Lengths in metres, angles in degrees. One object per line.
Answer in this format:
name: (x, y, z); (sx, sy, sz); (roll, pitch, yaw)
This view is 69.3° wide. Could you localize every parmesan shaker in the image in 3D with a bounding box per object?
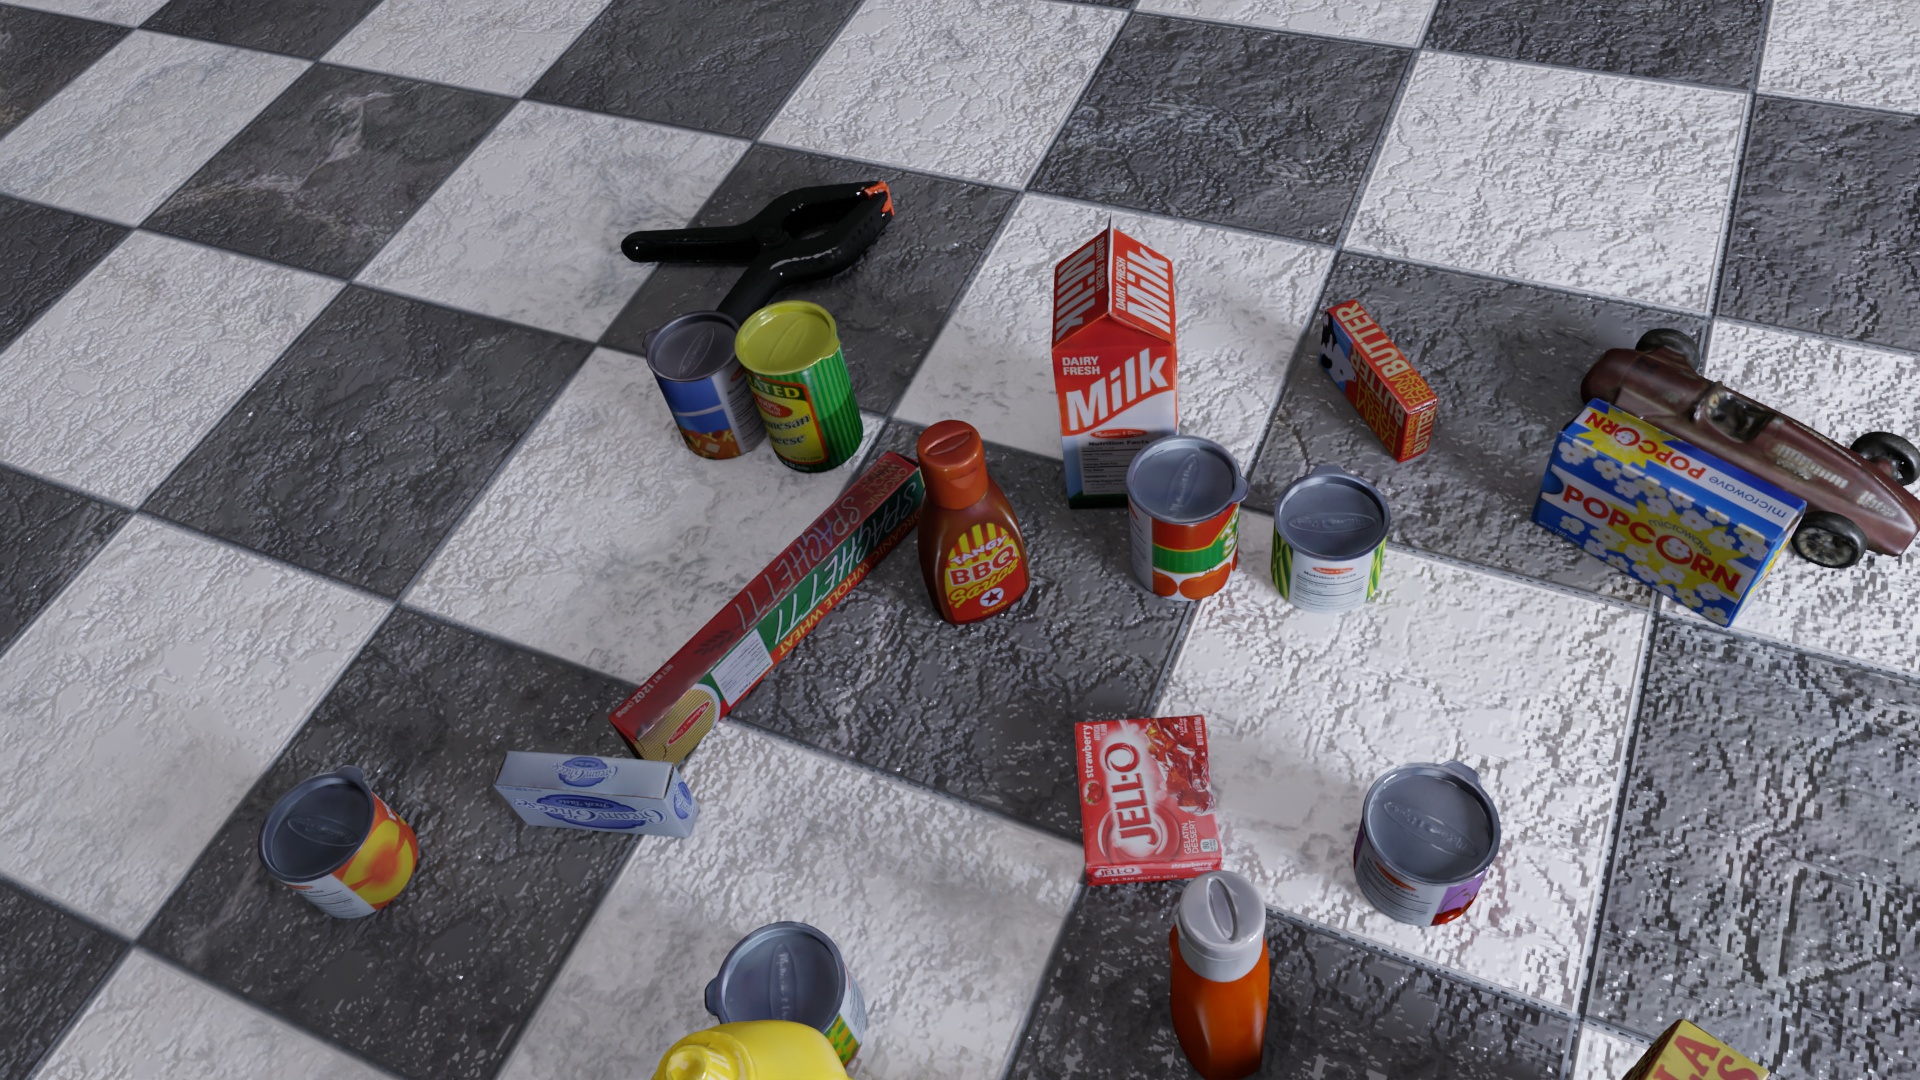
parmesan shaker: (-0.103, -0.100, 0.930); (0.071, 0.102, 0.071); (-5, 53, 6)

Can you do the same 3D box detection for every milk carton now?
milk carton: (0.095, -0.105, 0.846); (0.073, 0.189, 0.073); (-2, 53, 8)

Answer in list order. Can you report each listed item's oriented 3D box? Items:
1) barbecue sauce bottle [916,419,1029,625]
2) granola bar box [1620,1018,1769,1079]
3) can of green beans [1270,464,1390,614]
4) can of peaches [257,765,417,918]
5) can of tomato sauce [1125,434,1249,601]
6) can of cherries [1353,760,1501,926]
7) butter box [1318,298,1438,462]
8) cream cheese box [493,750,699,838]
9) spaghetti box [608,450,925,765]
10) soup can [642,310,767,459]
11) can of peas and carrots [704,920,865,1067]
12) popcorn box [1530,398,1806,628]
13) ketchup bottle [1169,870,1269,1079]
barbecue sauce bottle: (0.003, -0.010, 0.817); (0.065, 0.147, 0.044); (-25, 54, -9)
granola bar box: (0.255, 0.287, 0.567); (0.039, 0.123, 0.166); (33, 65, 29)
can of green beans: (0.220, 0.002, 0.829); (0.071, 0.057, 0.071); (-5, 53, 6)
can of peaches: (-0.353, 0.173, 0.795); (0.071, 0.057, 0.071); (-5, 53, 6)
can of tomato sauce: (0.137, -0.012, 0.837); (0.071, 0.082, 0.071); (-5, 53, 6)
can of cherries: (0.239, 0.154, 0.711); (0.071, 0.058, 0.072); (-5, 53, 6)
butter box: (0.271, -0.104, 0.903); (0.024, 0.053, 0.104); (-21, 53, -6)
cream cheese box: (-0.207, 0.145, 0.794); (0.104, 0.053, 0.024); (2, 54, 11)
spaghetti box: (-0.110, 0.041, 0.859); (0.029, 0.050, 0.251); (31, 64, 28)
soup can: (-0.174, -0.107, 0.959); (0.071, 0.083, 0.072); (-5, 53, 6)
can of peas and carrots: (-0.087, 0.236, 0.703); (0.071, 0.058, 0.071); (-5, 53, 6)
popcorn box: (0.401, -0.016, 0.795); (0.127, 0.084, 0.038); (36, 66, 30)
ketchup bottle: (0.119, 0.199, 0.641); (0.043, 0.148, 0.065); (-13, 53, 0)
